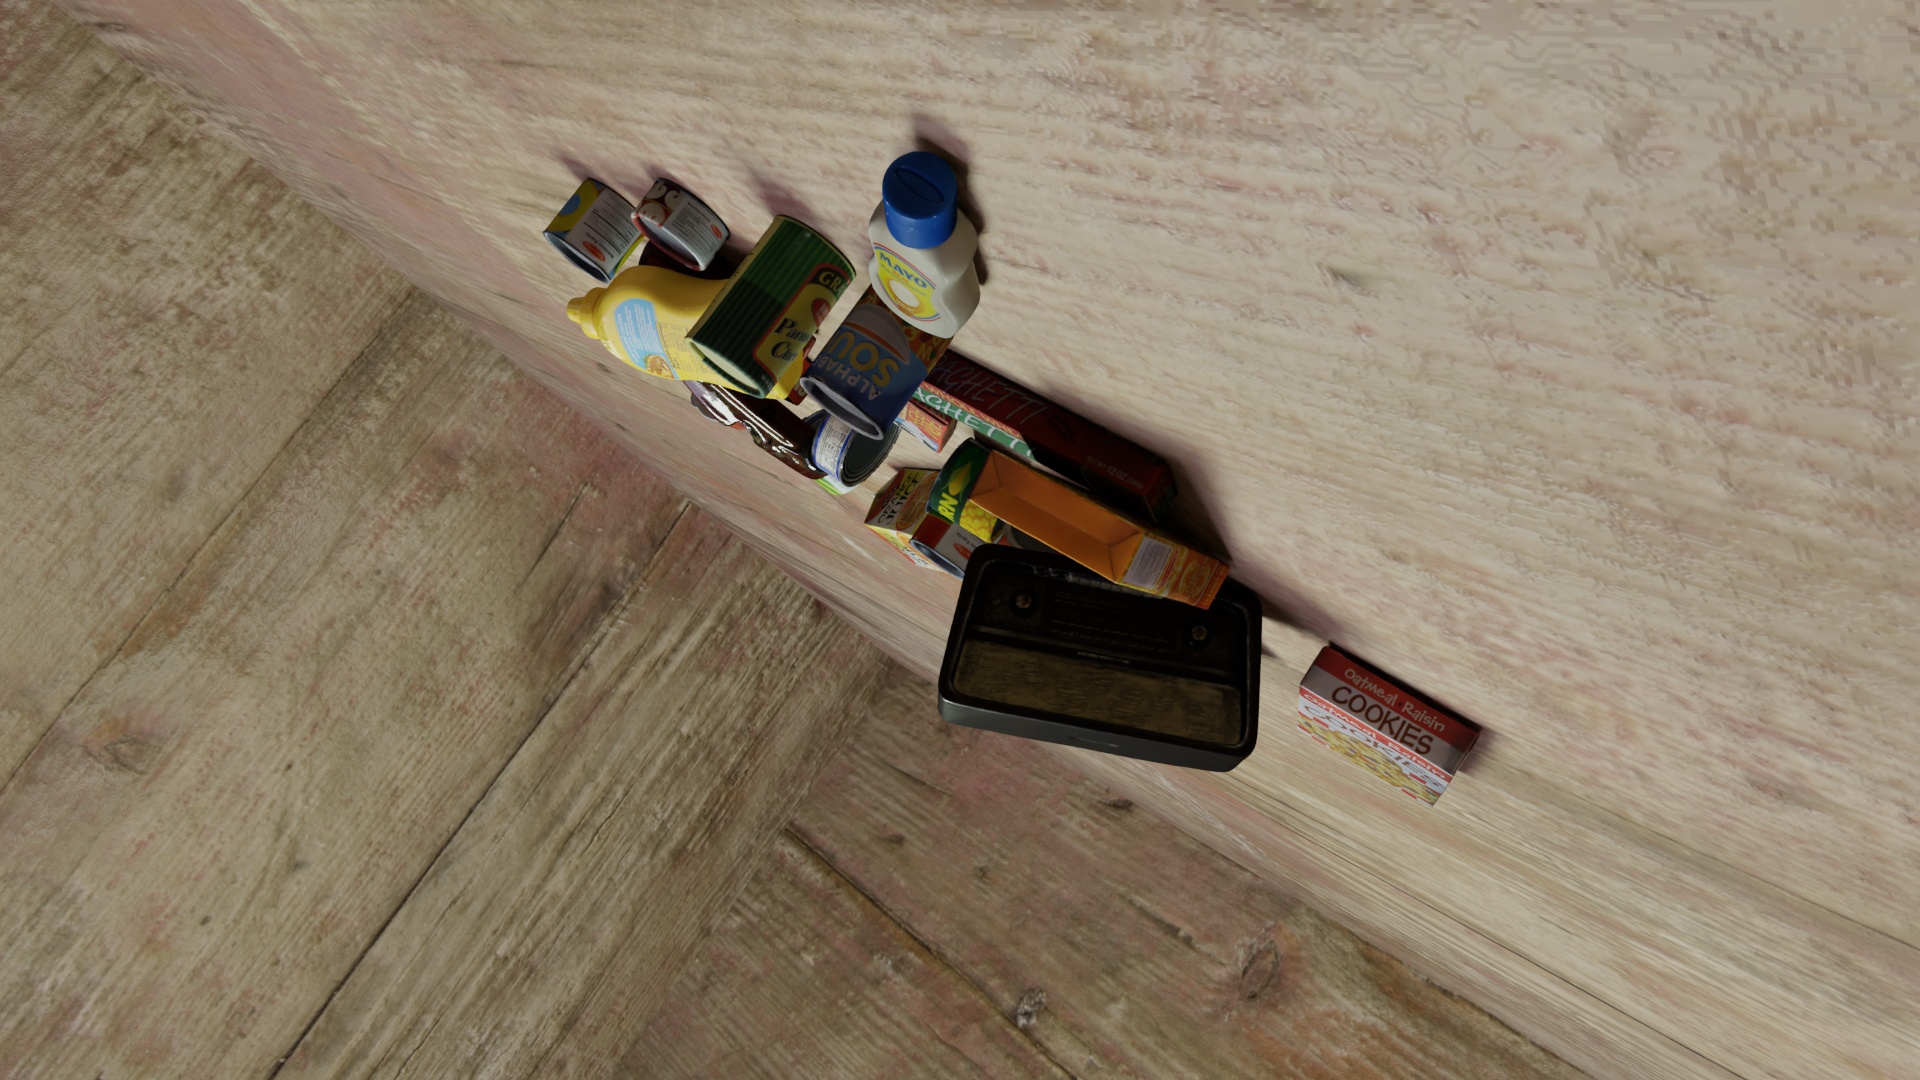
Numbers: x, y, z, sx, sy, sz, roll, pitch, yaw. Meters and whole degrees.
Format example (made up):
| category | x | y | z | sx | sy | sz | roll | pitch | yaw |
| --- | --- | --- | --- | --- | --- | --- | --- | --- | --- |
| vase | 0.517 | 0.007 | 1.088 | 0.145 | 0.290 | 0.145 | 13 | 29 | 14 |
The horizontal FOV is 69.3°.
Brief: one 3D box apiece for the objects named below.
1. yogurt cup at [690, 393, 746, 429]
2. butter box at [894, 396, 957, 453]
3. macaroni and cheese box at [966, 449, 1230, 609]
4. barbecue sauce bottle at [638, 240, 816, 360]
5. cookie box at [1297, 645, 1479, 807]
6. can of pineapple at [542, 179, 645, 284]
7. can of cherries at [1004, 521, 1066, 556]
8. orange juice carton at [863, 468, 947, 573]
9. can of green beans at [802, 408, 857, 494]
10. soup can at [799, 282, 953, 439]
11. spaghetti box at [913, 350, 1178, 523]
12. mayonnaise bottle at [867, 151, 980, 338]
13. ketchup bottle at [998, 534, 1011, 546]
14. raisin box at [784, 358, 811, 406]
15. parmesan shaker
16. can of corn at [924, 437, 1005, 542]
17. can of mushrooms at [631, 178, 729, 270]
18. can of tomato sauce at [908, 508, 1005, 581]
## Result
| category | x | y | z | sx | sy | sz | roll | pitch | yaw |
| --- | --- | --- | --- | --- | --- | --- | --- | --- | --- |
| yogurt cup | -0.234 | -0.148 | 1.443 | 0.072 | 0.072 | 0.054 | 31 | 177 | 23 |
| butter box | -0.029 | -0.101 | 1.086 | 0.053 | 0.024 | 0.103 | 35 | 171 | 1 |
| macaroni and cheese box | 0.098 | -0.005 | 0.938 | 0.124 | 0.040 | 0.166 | 31 | -172 | 30 |
| barbecue sauce bottle | -0.186 | -0.191 | 1.116 | 0.148 | 0.044 | 0.064 | 35 | 159 | -5 |
| cookie box | 0.321 | 0.144 | 1.060 | 0.123 | 0.040 | 0.167 | 31 | 171 | 21 |
| can of pineapple | -0.302 | -0.256 | 1.149 | 0.071 | 0.058 | 0.071 | 34 | 170 | 7 |
| can of cherries | 0.076 | -0.005 | 1.090 | 0.071 | 0.071 | 0.058 | 29 | 168 | 30 |
| orange juice carton | -0.033 | -0.020 | 1.356 | 0.071 | 0.073 | 0.192 | 38 | 170 | -20 |
| can of green beans | -0.126 | -0.087 | 1.365 | 0.071 | 0.071 | 0.057 | 23 | 165 | 50 |
| soup can | -0.055 | -0.119 | 0.902 | 0.071 | 0.084 | 0.071 | 33 | 170 | 7 |
| spaghetti box | 0.033 | -0.085 | 0.940 | 0.250 | 0.029 | 0.050 | 30 | 170 | 26 |
| mayonnaise bottle | -0.020 | -0.155 | 0.731 | 0.065 | 0.041 | 0.148 | 35 | 171 | 6 |
| ketchup bottle | 0.054 | 0.013 | 1.302 | 0.065 | 0.043 | 0.148 | 22 | 173 | -14 |
| raisin box | -0.195 | -0.175 | 1.244 | 0.123 | 0.040 | 0.086 | 29 | 169 | 34 |
| parmesan shaker | -0.126 | -0.152 | 0.919 | 0.071 | 0.103 | 0.071 | 33 | 170 | 7 |
| can of corn | 0.015 | -0.038 | 1.108 | 0.058 | 0.071 | 0.071 | 32 | 170 | 12 |
| can of mushrooms | -0.207 | -0.232 | 1.023 | 0.071 | 0.033 | 0.071 | 33 | 171 | 6 |
| can of tomato sauce | 0.004 | -0.015 | 1.218 | 0.071 | 0.083 | 0.071 | 34 | 170 | 7 |
